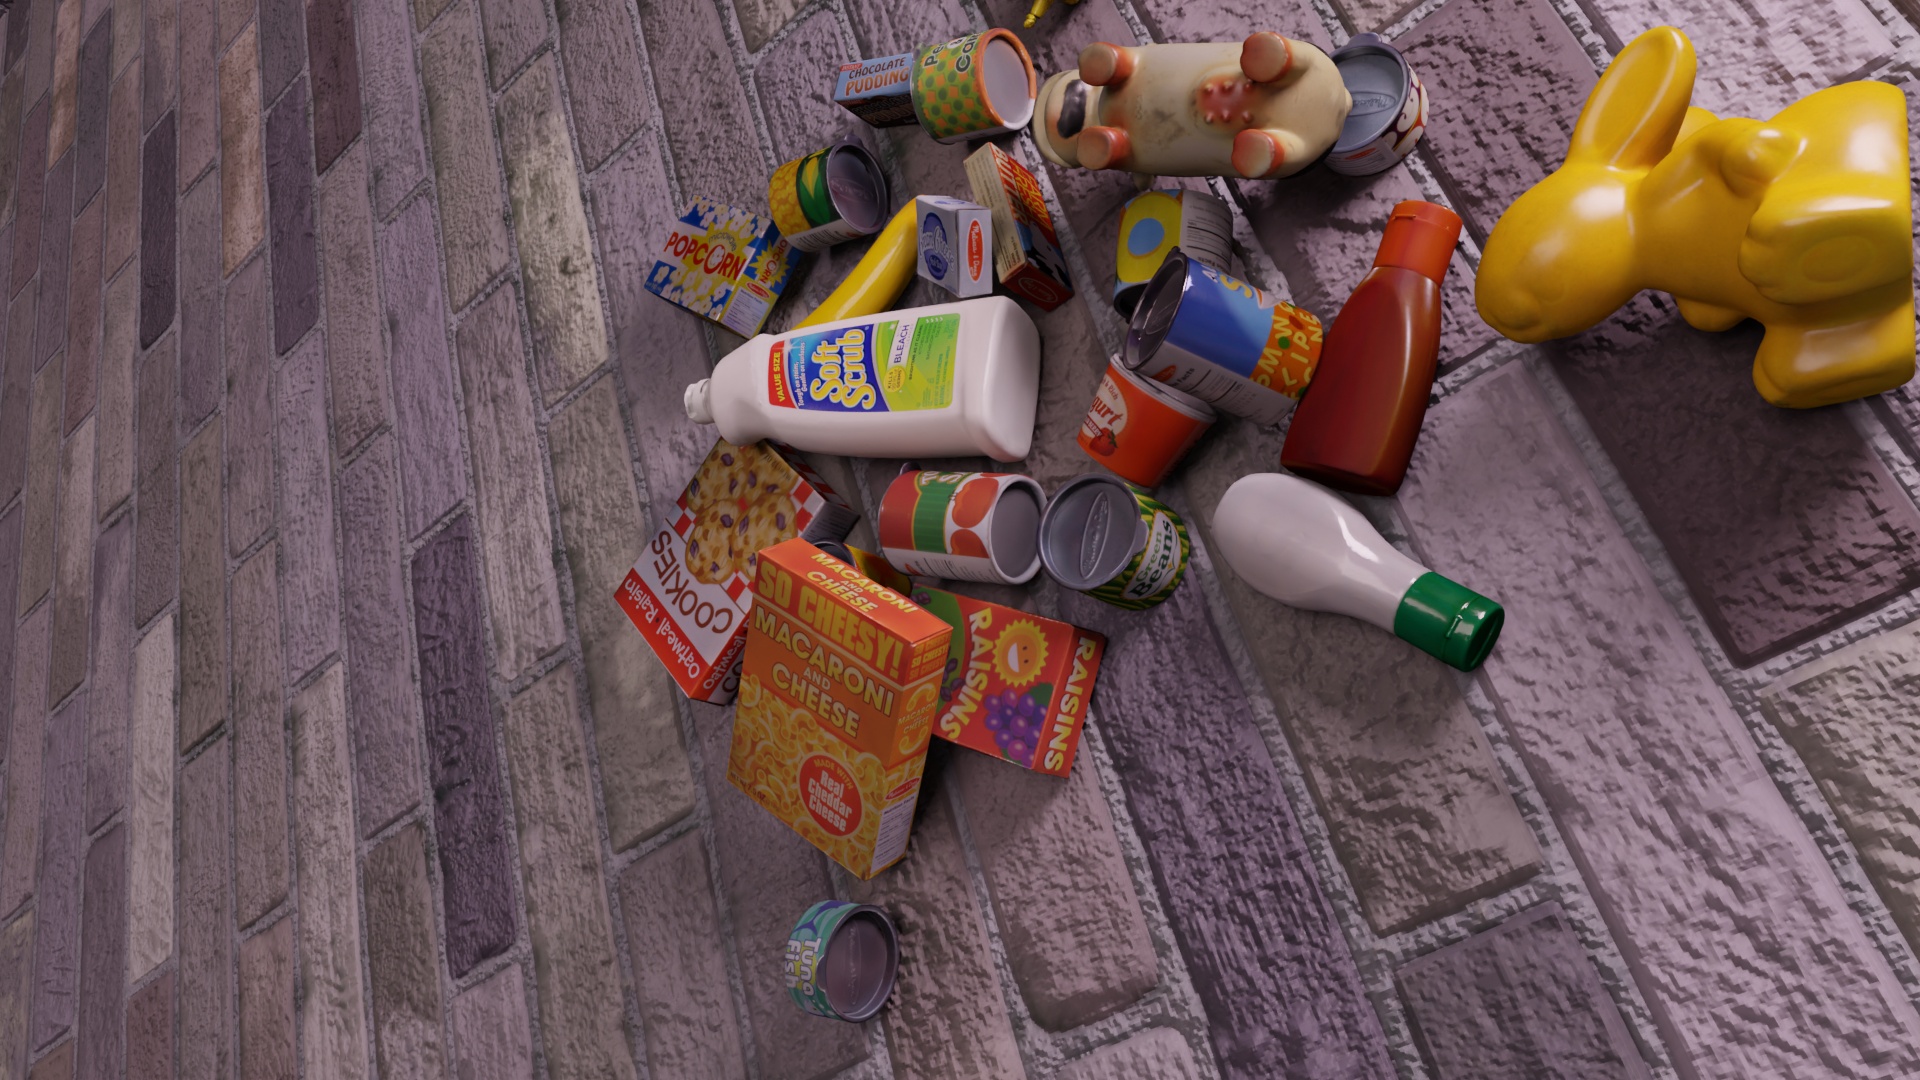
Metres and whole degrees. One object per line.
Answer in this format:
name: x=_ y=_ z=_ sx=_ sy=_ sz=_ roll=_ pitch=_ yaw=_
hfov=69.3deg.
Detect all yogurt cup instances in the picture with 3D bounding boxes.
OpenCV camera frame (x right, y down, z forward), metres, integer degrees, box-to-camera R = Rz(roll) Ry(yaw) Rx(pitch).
yogurt cup: x=0.102 y=-0.065 z=0.779 sx=0.072 sy=0.072 sz=0.053 roll=44 pitch=112 yaw=38

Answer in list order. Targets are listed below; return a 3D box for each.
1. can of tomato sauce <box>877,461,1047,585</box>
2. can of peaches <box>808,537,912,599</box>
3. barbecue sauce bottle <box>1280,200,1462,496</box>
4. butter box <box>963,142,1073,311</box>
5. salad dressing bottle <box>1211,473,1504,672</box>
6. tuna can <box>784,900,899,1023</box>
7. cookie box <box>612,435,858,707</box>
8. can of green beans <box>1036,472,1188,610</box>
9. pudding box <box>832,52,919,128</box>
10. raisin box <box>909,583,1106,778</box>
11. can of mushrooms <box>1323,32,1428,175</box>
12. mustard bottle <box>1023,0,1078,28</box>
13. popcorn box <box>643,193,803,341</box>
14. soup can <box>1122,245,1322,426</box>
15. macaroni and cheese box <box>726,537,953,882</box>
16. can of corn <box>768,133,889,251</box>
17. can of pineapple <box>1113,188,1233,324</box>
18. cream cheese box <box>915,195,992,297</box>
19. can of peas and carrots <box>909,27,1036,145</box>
can of tomato sauce: x=0.003 y=-0.010 z=0.834 sx=0.083 sy=0.071 sz=0.071 roll=4 pitch=79 yaw=38
can of peaches: x=-0.072 y=0.039 z=0.882 sx=0.071 sy=0.058 sz=0.071 roll=-12 pitch=69 yaw=34
barbecue sauce bottle: x=0.216 y=-0.099 z=0.713 sx=0.065 sy=0.043 sz=0.148 roll=16 pitch=85 yaw=49
butter box: x=0.036 y=-0.199 z=0.878 sx=0.024 sy=0.053 sz=0.104 roll=-31 pitch=59 yaw=28
salad dressing bottle: x=0.195 y=0.016 z=0.693 sx=0.148 sy=0.044 sz=0.064 roll=33 pitch=103 yaw=38
tuna can: x=-0.070 y=0.244 z=0.805 sx=0.033 sy=0.071 sz=0.071 roll=-5 pitch=73 yaw=38
cookie box: x=-0.160 y=0.013 z=0.970 sx=0.123 sy=0.040 sz=0.167 roll=43 pitch=102 yaw=38
can of green beans: x=0.085 y=0.002 z=0.772 sx=0.071 sy=0.058 sz=0.071 roll=-13 pitch=68 yaw=35
pudding box: x=-0.043 y=-0.317 z=0.980 sx=0.083 sy=0.049 sz=0.030 roll=8 pitch=82 yaw=39
raisin box: x=0.017 y=0.080 z=0.812 sx=0.123 sy=0.040 sz=0.086 roll=13 pitch=83 yaw=41
can of mushrooms: x=0.220 y=-0.238 z=0.762 sx=0.071 sy=0.033 sz=0.071 roll=-13 pitch=68 yaw=35
mustard bottle: x=0.084 y=-0.407 z=0.912 sx=0.065 sy=0.049 sz=0.160 roll=38 pitch=100 yaw=39
popcorn box: x=-0.179 y=-0.207 z=1.046 sx=0.127 sy=0.038 sz=0.085 roll=29 pitch=90 yaw=47
soup can: x=0.139 y=-0.108 z=0.735 sx=0.071 sy=0.084 sz=0.071 roll=-157 pitch=88 yaw=-76
macaroni and cheese box: x=-0.075 y=0.098 z=0.822 sx=0.124 sy=0.040 sz=0.165 roll=28 pitch=120 yaw=30
can of corn: x=-0.094 y=-0.245 z=0.984 sx=0.058 sy=0.071 sz=0.071 roll=-9 pitch=71 yaw=36
can of pineapple: x=0.120 y=-0.159 z=0.793 sx=0.071 sy=0.071 sz=0.058 roll=-5 pitch=72 yaw=37
cream cheese box: x=-0.005 y=-0.189 z=0.885 sx=0.104 sy=0.024 sz=0.053 roll=-131 pitch=38 yaw=-66
can of peas and carrots: x=0.008 y=-0.303 z=0.923 sx=0.058 sy=0.071 sz=0.071 roll=0 pitch=76 yaw=37
